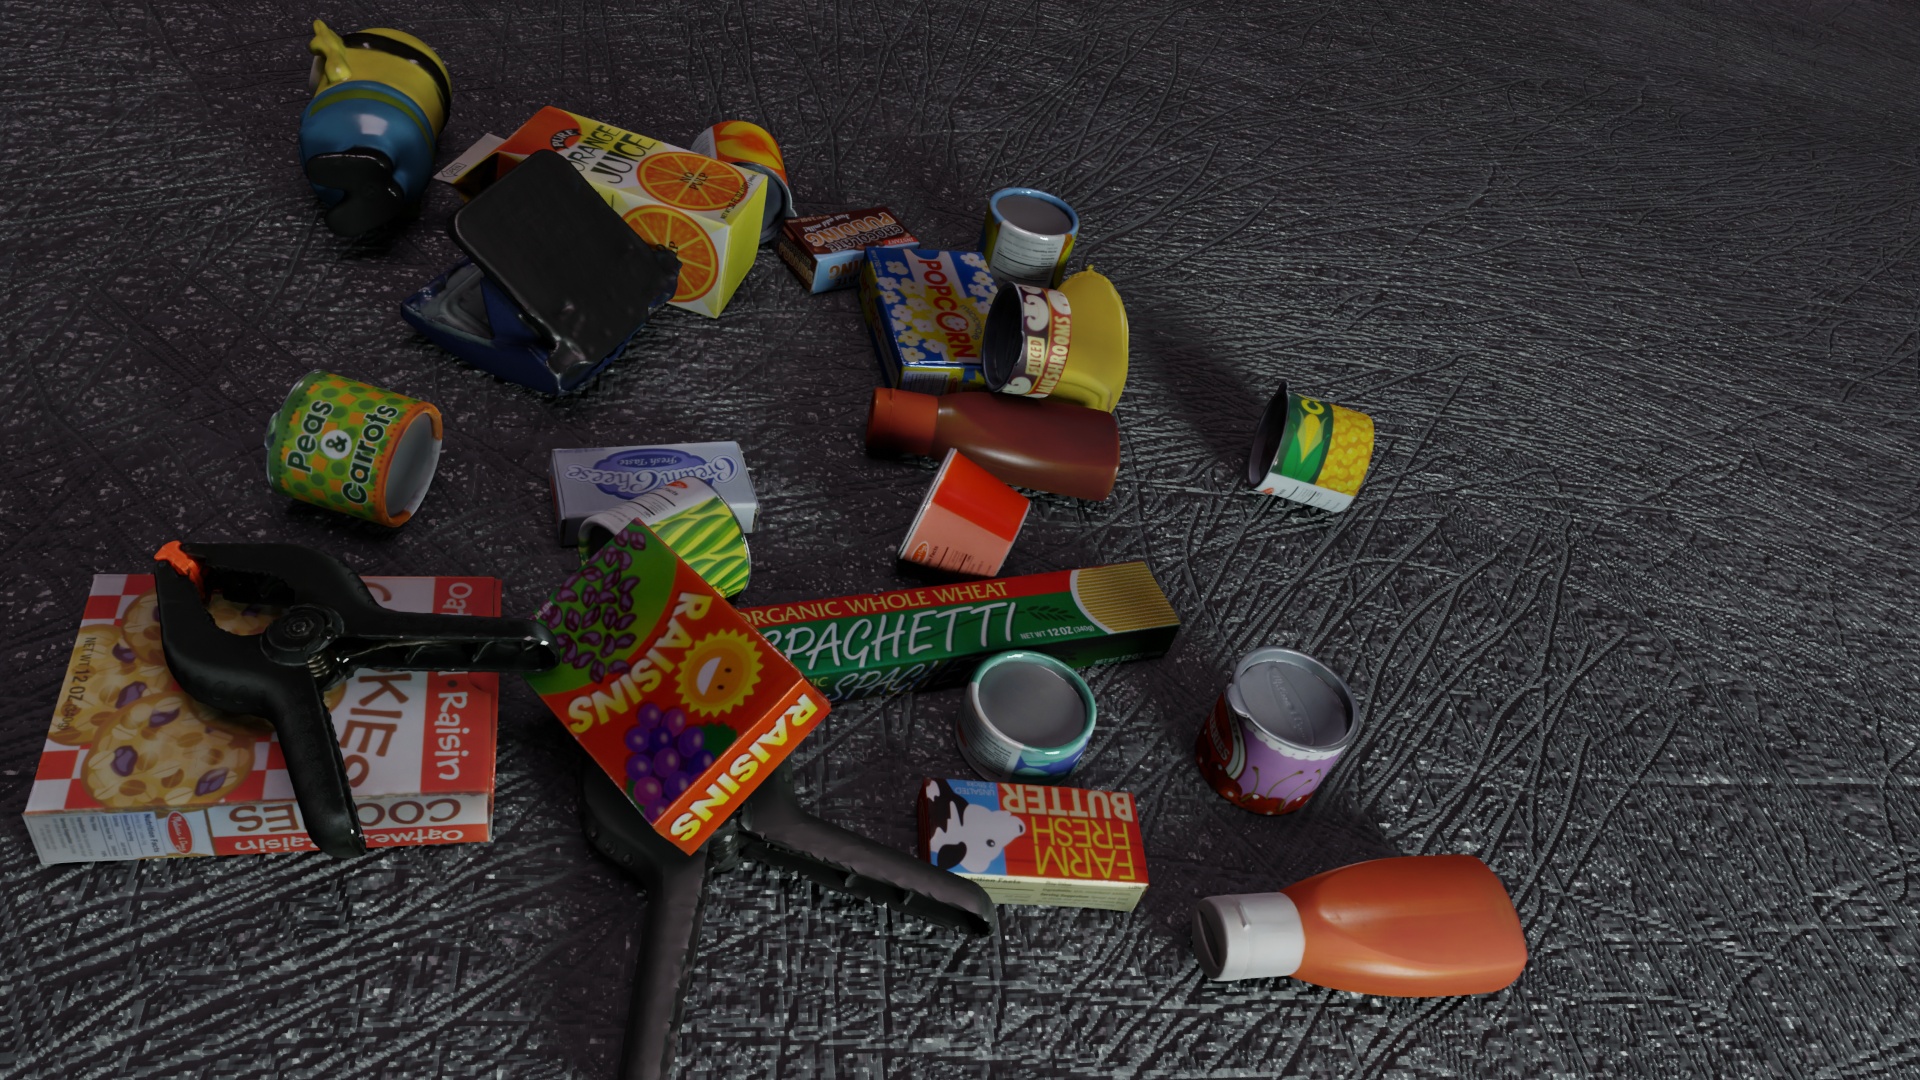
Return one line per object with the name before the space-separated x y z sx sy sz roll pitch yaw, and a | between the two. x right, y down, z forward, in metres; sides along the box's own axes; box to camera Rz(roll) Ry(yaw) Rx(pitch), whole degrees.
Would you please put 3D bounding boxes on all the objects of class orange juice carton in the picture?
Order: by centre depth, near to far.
orange juice carton | -0.229 -0.217 0.889 0.193 0.072 0.072 18 42 1

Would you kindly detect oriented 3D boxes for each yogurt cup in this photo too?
yogurt cup | 0.003 -0.010 0.760 0.054 0.072 0.073 27 42 -2

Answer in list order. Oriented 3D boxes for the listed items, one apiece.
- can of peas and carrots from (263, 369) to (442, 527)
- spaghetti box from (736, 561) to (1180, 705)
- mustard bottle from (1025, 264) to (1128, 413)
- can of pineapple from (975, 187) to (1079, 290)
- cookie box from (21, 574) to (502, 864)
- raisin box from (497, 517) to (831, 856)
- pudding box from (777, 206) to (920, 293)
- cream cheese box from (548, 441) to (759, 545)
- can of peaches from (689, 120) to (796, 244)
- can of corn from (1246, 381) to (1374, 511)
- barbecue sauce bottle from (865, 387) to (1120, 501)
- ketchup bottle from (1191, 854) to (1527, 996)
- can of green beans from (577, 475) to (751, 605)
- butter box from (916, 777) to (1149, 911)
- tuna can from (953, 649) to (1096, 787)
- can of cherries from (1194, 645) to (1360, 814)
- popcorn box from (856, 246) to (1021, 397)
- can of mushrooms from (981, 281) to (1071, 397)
can of peas and carrots | -0.299 -0.045 0.688 0.059 0.070 0.071 17 42 -2
spaghetti box | -0.004 0.049 0.721 0.251 0.028 0.050 -6 47 -24
mustard bottle | 0.082 -0.139 0.931 0.065 0.048 0.161 17 42 -2
can of pineapple | 0.046 -0.210 0.986 0.071 0.057 0.071 10 43 -9
cookie box | -0.285 0.071 0.593 0.168 0.040 0.123 1 45 -18
raisin box | -0.127 0.059 0.592 0.086 0.040 0.123 -45 58 -12
pudding box | -0.076 -0.200 0.954 0.084 0.030 0.050 -16 53 -32
cream cheese box | -0.165 -0.027 0.747 0.104 0.024 0.053 -4 47 -23
can of peaches | -0.149 -0.243 0.949 0.071 0.070 0.058 1 44 -18
can of corn | 0.222 -0.059 0.879 0.058 0.070 0.071 16 42 -4
barbecue sauce bottle | 0.019 -0.063 0.834 0.149 0.043 0.065 9 40 -9
ketchup bottle | 0.181 0.178 0.638 0.149 0.043 0.065 2 44 -17
can of green beans | -0.147 0.009 0.687 0.058 0.070 0.071 -28 59 -37
butter box | 0.032 0.140 0.641 0.103 0.024 0.053 6 44 -12
tuna can | 0.034 0.088 0.690 0.071 0.032 0.071 9 43 -9
can of cherries | 0.157 0.096 0.705 0.071 0.058 0.072 10 44 -9
popcorn box | -0.013 -0.139 0.907 0.085 0.038 0.127 -1 46 -19
can of mushrooms | 0.040 -0.119 0.830 0.033 0.070 0.071 7 43 -19
